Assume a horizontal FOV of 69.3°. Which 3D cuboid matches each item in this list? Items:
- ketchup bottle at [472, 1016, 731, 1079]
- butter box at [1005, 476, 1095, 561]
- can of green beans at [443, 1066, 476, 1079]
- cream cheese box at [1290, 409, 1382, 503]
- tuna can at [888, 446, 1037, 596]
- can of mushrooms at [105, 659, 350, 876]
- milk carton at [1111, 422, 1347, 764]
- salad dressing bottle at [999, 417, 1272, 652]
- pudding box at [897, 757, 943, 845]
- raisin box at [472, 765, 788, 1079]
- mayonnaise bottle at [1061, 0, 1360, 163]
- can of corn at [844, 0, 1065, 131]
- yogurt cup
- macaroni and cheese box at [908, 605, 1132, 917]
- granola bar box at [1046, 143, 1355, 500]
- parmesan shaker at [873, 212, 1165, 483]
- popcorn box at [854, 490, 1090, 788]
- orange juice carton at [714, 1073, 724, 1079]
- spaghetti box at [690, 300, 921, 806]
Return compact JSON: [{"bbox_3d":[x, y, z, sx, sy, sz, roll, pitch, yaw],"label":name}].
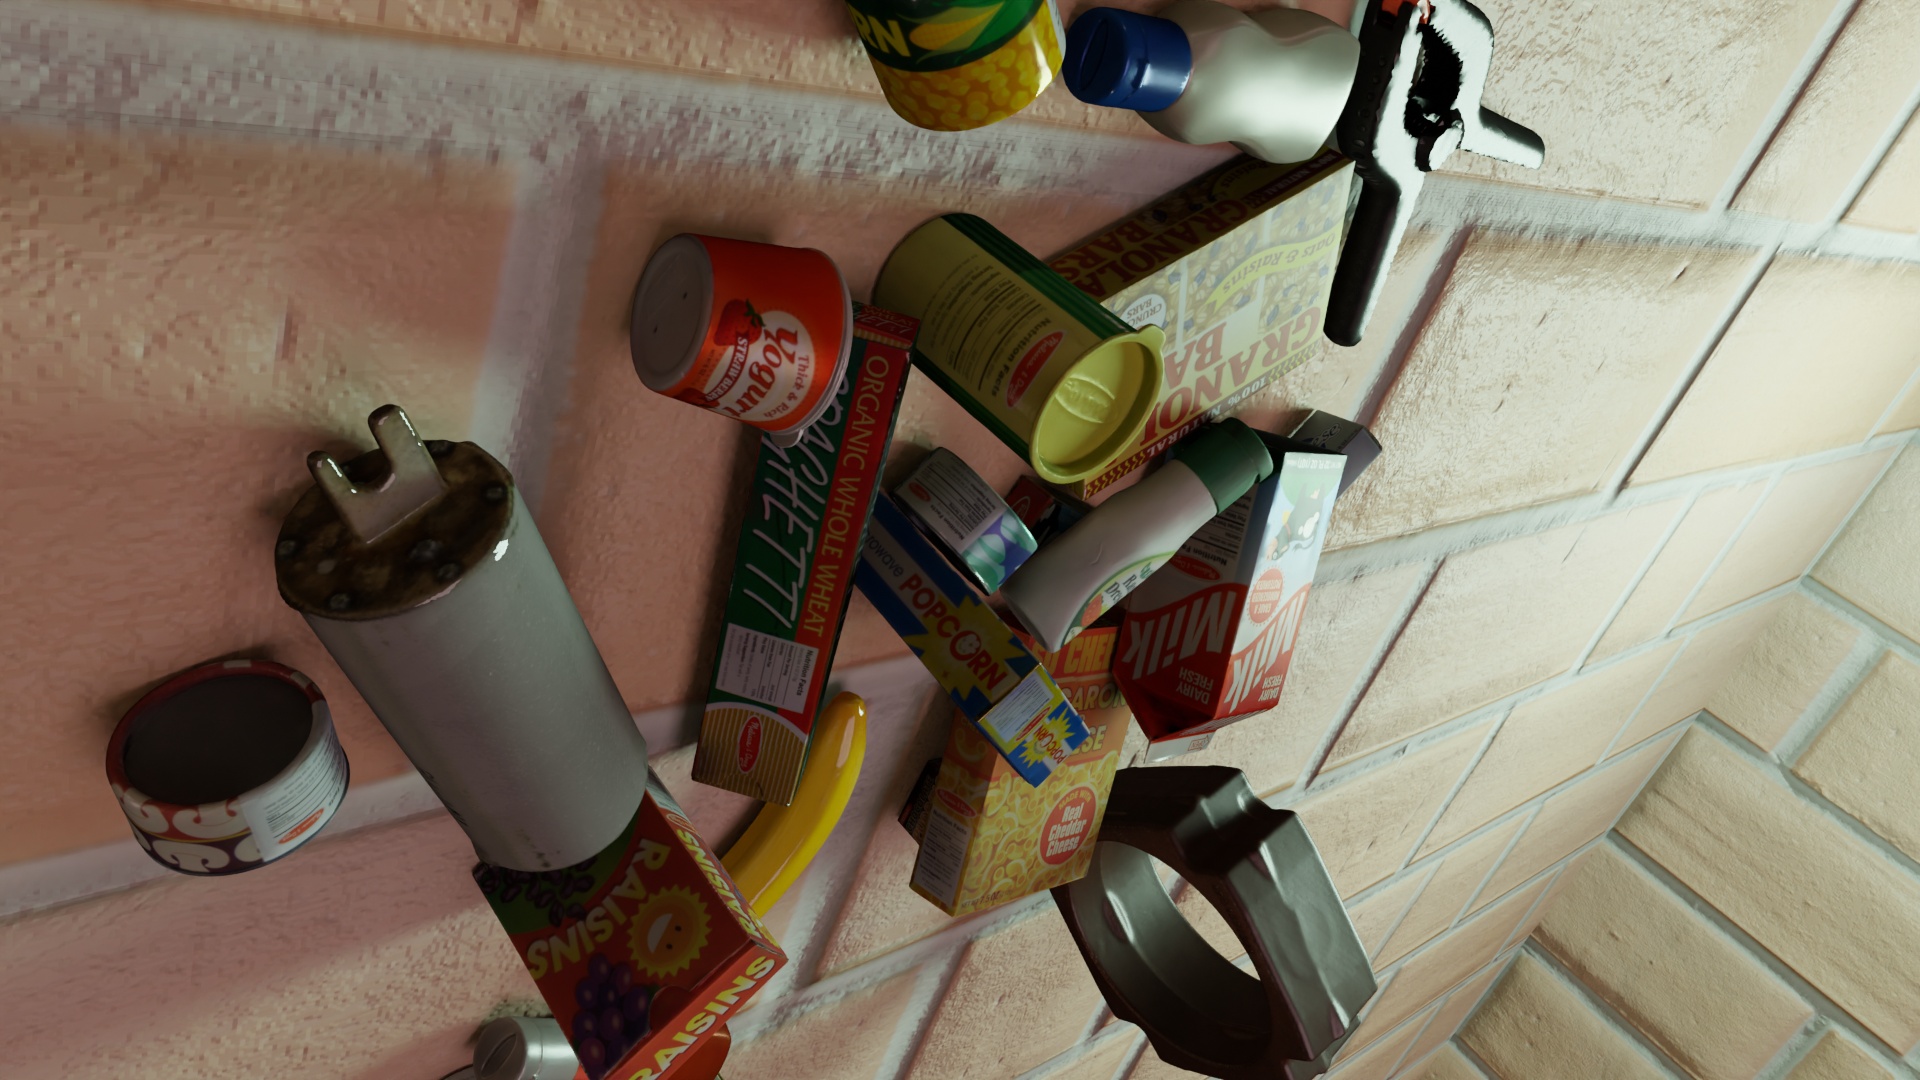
[{"bbox_3d":[-0.188,0.273,0.733,0.064,0.043,0.148,-51,146,4],"label":"ketchup bottle"},{"bbox_3d":[0.052,0.004,0.737,0.053,0.024,0.103,-53,146,11],"label":"butter box"},{"bbox_3d":[-0.242,0.307,0.697,0.071,0.058,0.071,-29,142,-25],"label":"can of green beans"},{"bbox_3d":[0.200,-0.030,0.835,0.104,0.053,0.024,-47,113,-1],"label":"cream cheese box"},{"bbox_3d":[0.002,-0.008,0.634,0.033,0.071,0.071,-44,146,-5],"label":"tuna can"},{"bbox_3d":[-0.241,0.073,0.454,0.071,0.071,0.033,-24,140,-30],"label":"can of mushrooms"},{"bbox_3d":[0.144,0.033,0.776,0.072,0.073,0.190,0,107,-49],"label":"milk carton"},{"bbox_3d":[0.089,-0.005,0.696,0.148,0.044,0.064,-38,164,-7],"label":"salad dressing bottle"},{"bbox_3d":[0.008,0.154,0.837,0.084,0.030,0.049,-2,125,-47],"label":"pudding box"},{"bbox_3d":[-0.143,0.160,0.596,0.086,0.124,0.040,-43,146,-5],"label":"raisin box"},{"bbox_3d":[0.105,-0.194,0.579,0.148,0.041,0.064,-9,129,-41],"label":"mayonnaise bottle"},{"bbox_3d":[-0.005,-0.176,0.454,0.071,0.071,0.058,-41,146,-8],"label":"can of corn"},{"bbox_3d":[-0.078,-0.074,0.483,0.054,0.072,0.072,8,119,-41],"label":"yogurt cup"},{"bbox_3d":[0.042,0.121,0.794,0.124,0.040,0.166,0,108,-49],"label":"macaroni and cheese box"},{"bbox_3d":[0.111,-0.109,0.672,0.166,0.039,0.123,-32,144,-22],"label":"granola bar box"},{"bbox_3d":[0.023,-0.080,0.549,0.071,0.103,0.071,-28,142,-24],"label":"parmesan shaker"},{"bbox_3d":[-0.003,0.043,0.625,0.038,0.127,0.085,-40,145,-4],"label":"popcorn box"},{"bbox_3d":[-0.216,0.370,0.776,0.193,0.073,0.071,-16,136,-37],"label":"orange juice carton"},{"bbox_3d":[-0.069,0.012,0.587,0.029,0.050,0.248,-76,-177,-57],"label":"spaghetti box"}]
